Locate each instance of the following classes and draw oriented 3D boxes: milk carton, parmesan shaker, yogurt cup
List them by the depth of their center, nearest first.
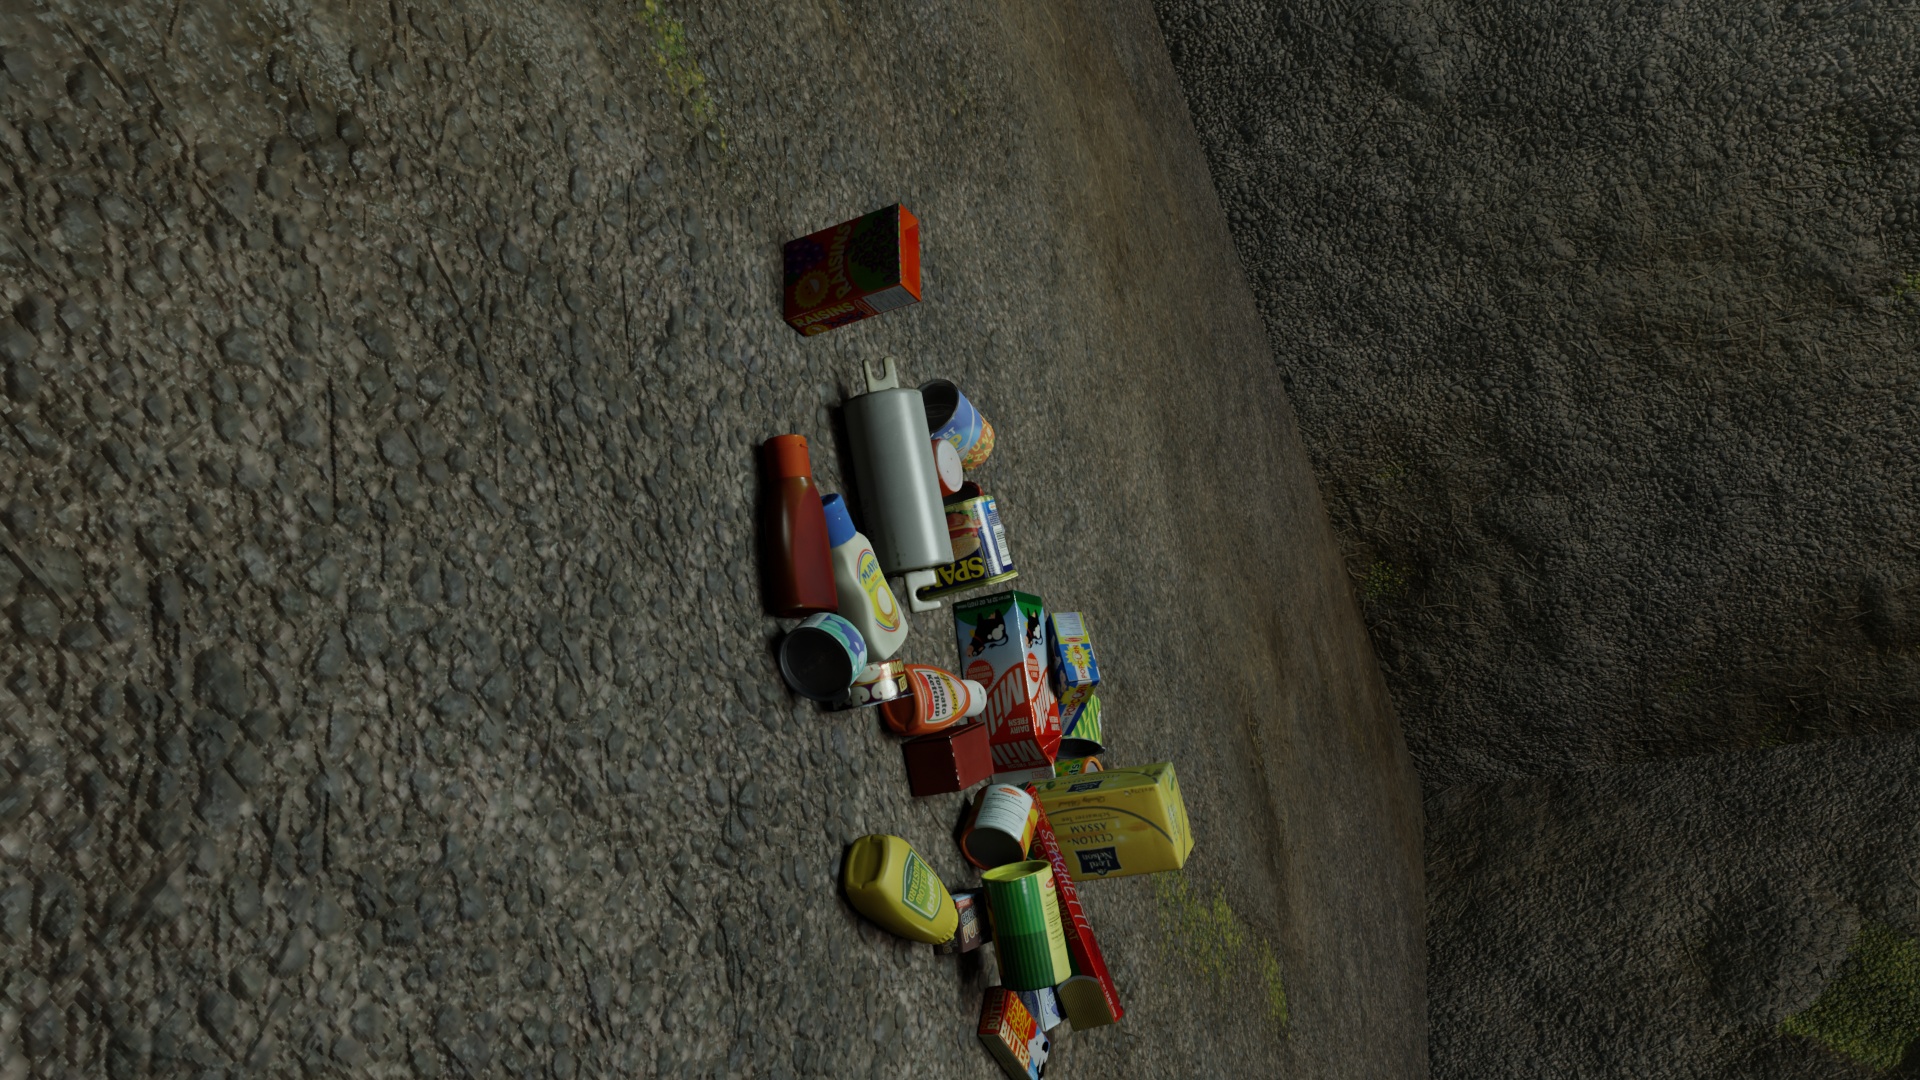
[{"bbox_3d":[0.059,0.354,1.274,0.071,0.071,0.103,-4,83,-65],"label":"parmesan shaker"},{"bbox_3d":[-0.034,-0.069,1.378,0.072,0.054,0.073,41,42,-51],"label":"yogurt cup"},{"bbox_3d":[0.052,0.153,1.425,0.073,0.072,0.191,17,63,-62],"label":"milk carton"}]

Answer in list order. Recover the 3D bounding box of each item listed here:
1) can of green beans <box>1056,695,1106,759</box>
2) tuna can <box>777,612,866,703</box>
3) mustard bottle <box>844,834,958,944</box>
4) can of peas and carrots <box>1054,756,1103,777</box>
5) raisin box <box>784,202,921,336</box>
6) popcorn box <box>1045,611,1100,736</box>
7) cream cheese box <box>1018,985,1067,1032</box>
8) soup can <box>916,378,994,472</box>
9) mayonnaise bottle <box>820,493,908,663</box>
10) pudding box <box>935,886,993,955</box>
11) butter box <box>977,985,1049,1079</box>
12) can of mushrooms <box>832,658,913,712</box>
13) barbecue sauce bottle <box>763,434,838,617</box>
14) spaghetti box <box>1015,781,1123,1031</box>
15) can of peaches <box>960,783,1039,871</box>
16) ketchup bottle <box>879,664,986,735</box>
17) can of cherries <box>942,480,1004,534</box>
[{"bbox_3d":[0.125,0.207,1.560,0.071,0.071,0.058,44,40,-50],"label":"can of green beans"},{"bbox_3d":[-0.109,0.095,1.120,0.071,0.071,0.033,70,25,-14],"label":"tuna can"},{"bbox_3d":[-0.041,0.306,1.182,0.159,0.049,0.065,51,37,-43],"label":"mustard bottle"},{"bbox_3d":[0.123,0.274,1.531,0.071,0.058,0.071,41,42,-52],"label":"can of peas and carrots"},{"bbox_3d":[-0.097,-0.242,1.248,0.040,0.123,0.086,32,50,-56],"label":"raisin box"},{"bbox_3d":[0.106,0.145,1.486,0.126,0.038,0.085,108,-25,-52],"label":"popcorn box"},{"bbox_3d":[0.092,0.462,1.412,0.104,0.024,0.053,12,66,-63],"label":"cream cheese box"},{"bbox_3d":[-0.012,-0.115,1.433,0.083,0.071,0.071,44,40,-50],"label":"soup can"},{"bbox_3d":[-0.094,0.032,1.216,0.147,0.041,0.065,68,28,-19],"label":"mayonnaise bottle"},{"bbox_3d":[0.005,0.349,1.279,0.084,0.030,0.050,12,67,-63],"label":"pudding box"},{"bbox_3d":[0.052,0.474,1.322,0.103,0.024,0.053,60,30,-31],"label":"butter box"},{"bbox_3d":[-0.076,0.122,1.174,0.071,0.071,0.033,-1,77,-65],"label":"can of mushrooms"},{"bbox_3d":[-0.136,-0.012,1.148,0.065,0.043,0.148,14,65,-63],"label":"barbecue sauce bottle"},{"bbox_3d":[0.093,0.367,1.393,0.029,0.050,0.250,-17,85,-65],"label":"spaghetti box"},{"bbox_3d":[0.038,0.280,1.342,0.071,0.071,0.058,64,27,-25],"label":"can of peaches"},{"bbox_3d":[-0.023,0.149,1.305,0.149,0.043,0.065,12,62,-64],"label":"ketchup bottle"},{"bbox_3d":[0.005,-0.018,1.415,0.058,0.071,0.072,59,30,-33],"label":"can of cherries"}]
